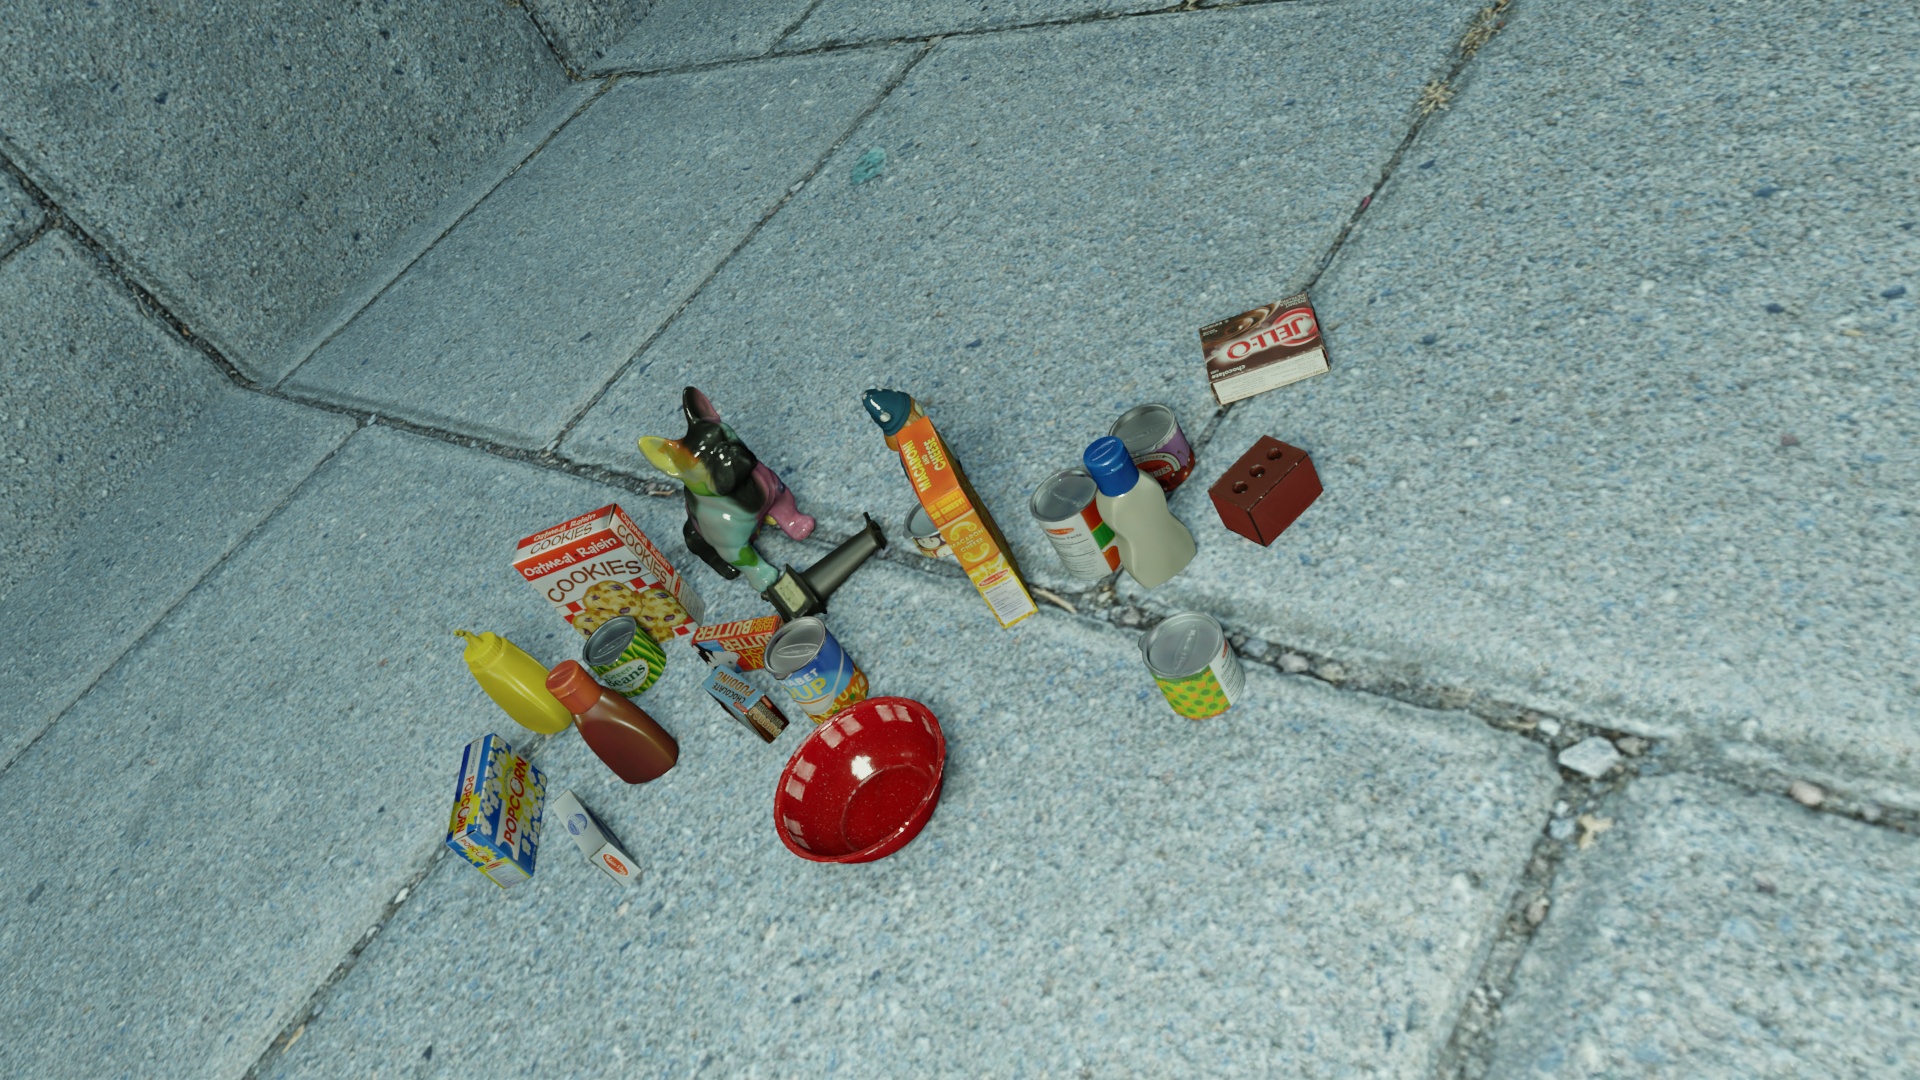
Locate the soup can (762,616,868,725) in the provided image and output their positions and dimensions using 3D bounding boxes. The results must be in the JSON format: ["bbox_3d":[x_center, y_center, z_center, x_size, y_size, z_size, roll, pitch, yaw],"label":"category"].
[{"bbox_3d":[-0.133,0.123,1.274,0.071,0.083,0.072,-20,40,17],"label":"soup can"}]

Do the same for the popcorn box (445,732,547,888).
[{"bbox_3d":[-0.448,0.261,1.348,0.038,0.085,0.127,-25,39,11],"label":"popcorn box"}]

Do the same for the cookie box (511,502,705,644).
[{"bbox_3d":[-0.366,0.046,1.455,0.123,0.167,0.040,-20,40,18],"label":"cookie box"}]

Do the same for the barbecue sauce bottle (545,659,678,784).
[{"bbox_3d":[-0.332,0.171,1.311,0.065,0.148,0.044,-22,39,15],"label":"barbecue sauce bottle"}]

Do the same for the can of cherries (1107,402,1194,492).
[{"bbox_3d":[0.179,-0.084,1.296,0.071,0.058,0.072,-20,40,17],"label":"can of cherries"}]

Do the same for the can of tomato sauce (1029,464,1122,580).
[{"bbox_3d":[0.110,-0.016,1.252,0.071,0.082,0.071,-20,40,17],"label":"can of tomato sauce"}]

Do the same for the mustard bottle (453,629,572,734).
[{"bbox_3d":[-0.463,0.138,1.430,0.065,0.159,0.049,-10,44,28],"label":"mustard bottle"}]

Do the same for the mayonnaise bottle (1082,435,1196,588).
[{"bbox_3d":[0.149,-0.026,1.182,0.065,0.147,0.041,-37,38,-4],"label":"mayonnaise bottle"}]

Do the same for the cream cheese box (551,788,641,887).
[{"bbox_3d":[-0.337,0.274,1.281,0.024,0.053,0.104,-44,39,-13],"label":"cream cheese box"}]

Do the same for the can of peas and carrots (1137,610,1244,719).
[{"bbox_3d":[0.182,0.099,1.097,0.071,0.058,0.071,-20,40,17],"label":"can of peas and carrots"}]

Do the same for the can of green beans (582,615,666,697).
[{"bbox_3d":[-0.351,0.122,1.452,0.071,0.057,0.071,-20,40,17],"label":"can of green beans"}]

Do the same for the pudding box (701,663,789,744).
[{"bbox_3d":[-0.205,0.154,1.319,0.030,0.049,0.084,-47,40,-17],"label":"pudding box"}]

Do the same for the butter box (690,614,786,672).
[{"bbox_3d":[-0.210,0.104,1.375,0.103,0.053,0.024,-10,43,27],"label":"butter box"}]

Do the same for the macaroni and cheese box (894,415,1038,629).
[{"bbox_3d":[0.004,-0.016,1.259,0.040,0.166,0.124,-30,38,5],"label":"macaroni and cheese box"}]

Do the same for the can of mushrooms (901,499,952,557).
[{"bbox_3d":[-0.022,-0.016,1.386,0.071,0.033,0.071,-20,40,17],"label":"can of mushrooms"}]
